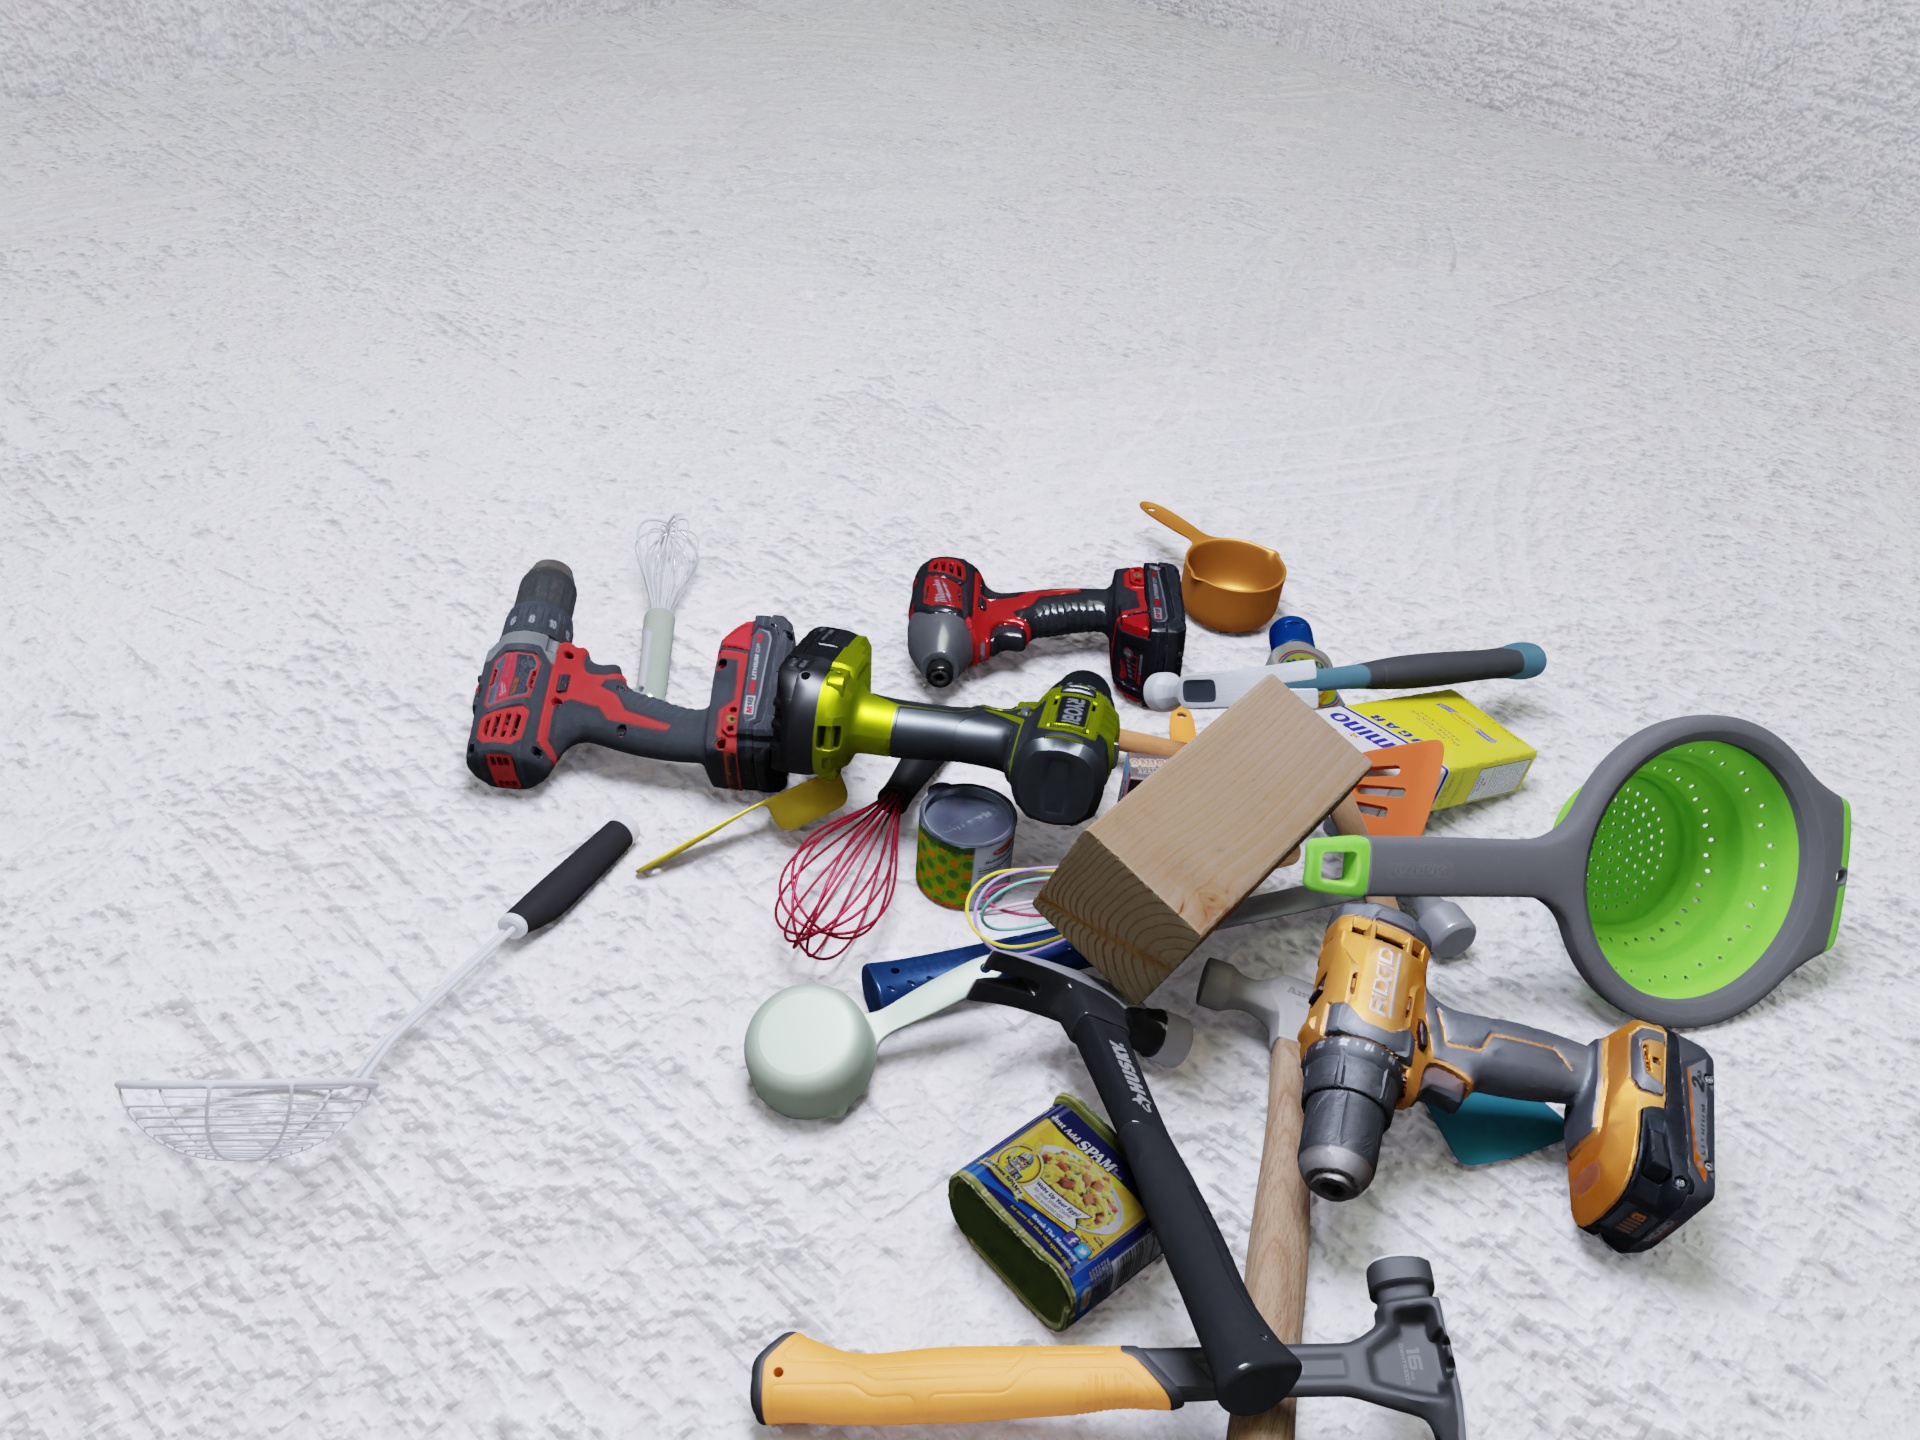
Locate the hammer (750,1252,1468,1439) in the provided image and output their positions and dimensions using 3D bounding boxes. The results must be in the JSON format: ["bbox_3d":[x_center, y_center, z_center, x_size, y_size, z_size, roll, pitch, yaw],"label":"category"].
[{"bbox_3d":[0.067,0.322,0.758,0.337,0.034,0.127,-3,42,3],"label":"hammer"}]

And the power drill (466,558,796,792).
[{"bbox_3d":[-0.234,-0.035,1.159,0.226,0.080,0.188,3,55,0],"label":"power drill"}]

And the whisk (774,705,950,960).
[{"bbox_3d":[-0.054,0.066,1.099,0.073,0.073,0.296,15,33,13],"label":"whisk"}]

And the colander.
[{"bbox_3d":[0.386,0.090,1.038,0.397,0.204,0.094,3,6,-17],"label":"colander"}]

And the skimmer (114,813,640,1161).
[{"bbox_3d":[-0.320,0.134,0.946,0.127,0.090,0.363,-10,23,35],"label":"skimmer"}]

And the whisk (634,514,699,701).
[{"bbox_3d":[-0.243,-0.088,1.286,0.059,0.057,0.247,26,35,-25],"label":"whisk"}]

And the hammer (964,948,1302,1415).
[{"bbox_3d":[0.094,0.220,0.811,0.146,0.035,0.335,24,14,-17],"label":"hammer"}]

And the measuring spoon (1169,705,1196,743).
[{"bbox_3d":[0.173,0.021,1.222,0.021,0.011,0.117,6,37,0],"label":"measuring spoon"}]

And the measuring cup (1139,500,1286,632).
[{"bbox_3d":[0.211,-0.136,1.403,0.095,0.052,0.174,-18,41,-28],"label":"measuring cup"}]

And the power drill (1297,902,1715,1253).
[{"bbox_3d":[0.297,0.217,0.893,0.226,0.084,0.185,23,46,4],"label":"power drill"}]

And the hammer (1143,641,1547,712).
[{"bbox_3d":[0.309,-0.034,1.198,0.331,0.033,0.128,-6,2,-28],"label":"hammer"}]

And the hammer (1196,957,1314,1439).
[{"bbox_3d":[0.179,0.270,0.874,0.130,0.031,0.331,16,40,4],"label":"hammer"}]

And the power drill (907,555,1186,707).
[{"bbox_3d":[0.066,-0.071,1.281,0.219,0.078,0.143,3,37,1],"label":"power drill"}]

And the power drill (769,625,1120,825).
[{"bbox_3d":[-0.002,-0.004,1.101,0.228,0.080,0.191,10,21,7],"label":"power drill"}]

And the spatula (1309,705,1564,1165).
[{"bbox_3d":[0.282,0.126,1.017,0.082,0.044,0.318,-9,65,-19],"label":"spatula"}]

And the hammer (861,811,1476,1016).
[{"bbox_3d":[0.132,0.134,1.049,0.405,0.035,0.144,-9,40,-19],"label":"hammer"}]

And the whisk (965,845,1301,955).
[{"bbox_3d":[0.115,0.101,1.027,0.245,0.051,0.047,-10,34,-24],"label":"whisk"}]

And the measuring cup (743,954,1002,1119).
[{"bbox_3d":[-0.049,0.171,0.933,0.167,0.038,0.083,-25,55,-8],"label":"measuring cup"}]

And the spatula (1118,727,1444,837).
[{"bbox_3d":[0.185,0.027,1.146,0.323,0.041,0.081,13,76,30],"label":"spatula"}]

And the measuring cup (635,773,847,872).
[{"bbox_3d":[-0.147,0.077,1.093,0.156,0.062,0.029,-27,91,-18],"label":"measuring cup"}]
